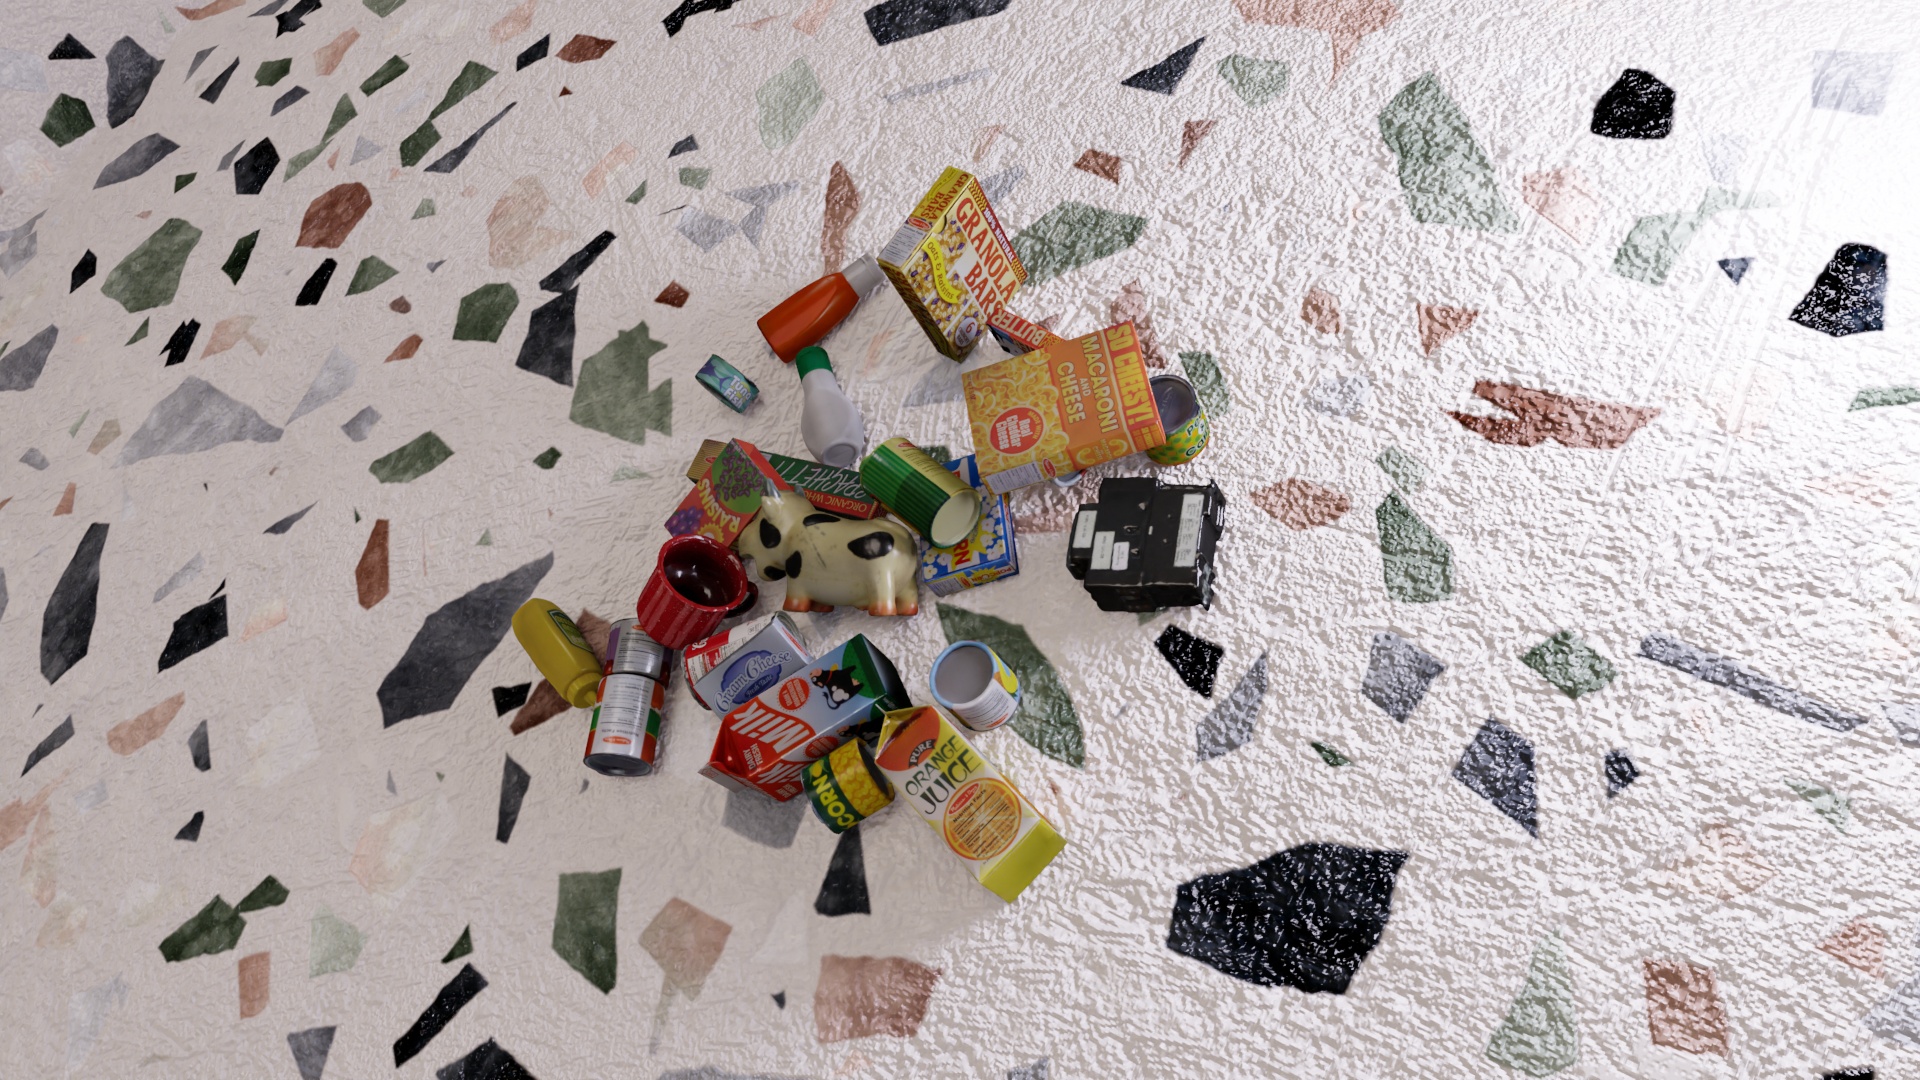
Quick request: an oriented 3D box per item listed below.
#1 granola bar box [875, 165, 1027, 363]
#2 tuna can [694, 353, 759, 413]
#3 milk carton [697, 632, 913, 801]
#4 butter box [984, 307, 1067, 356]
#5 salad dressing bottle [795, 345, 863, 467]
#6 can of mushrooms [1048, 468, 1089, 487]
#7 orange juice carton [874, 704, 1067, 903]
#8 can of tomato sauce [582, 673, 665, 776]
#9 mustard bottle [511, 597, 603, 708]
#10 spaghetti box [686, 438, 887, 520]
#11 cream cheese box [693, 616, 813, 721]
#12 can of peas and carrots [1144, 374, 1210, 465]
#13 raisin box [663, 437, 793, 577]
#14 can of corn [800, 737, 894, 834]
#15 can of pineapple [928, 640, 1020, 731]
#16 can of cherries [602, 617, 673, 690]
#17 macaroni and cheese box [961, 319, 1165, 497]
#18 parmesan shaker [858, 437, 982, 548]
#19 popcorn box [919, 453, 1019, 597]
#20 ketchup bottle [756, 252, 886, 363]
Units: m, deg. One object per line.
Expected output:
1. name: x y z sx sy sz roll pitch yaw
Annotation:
1. granola bar box: -0.004 -0.276 1.405 0.039 0.165 0.124 29 78 32
2. tuna can: -0.255 -0.171 1.524 0.071 0.071 0.033 32 80 35
3. milk carton: -0.144 0.173 1.269 0.190 0.072 0.074 -32 54 6
4. butter box: 0.076 -0.194 1.389 0.104 0.053 0.024 33 82 35
5. salad dressing bottle: -0.143 -0.144 1.471 0.064 0.044 0.148 -26 53 10
6. can of mushrooms: 0.098 -0.087 1.307 0.033 0.071 0.071 33 80 34
7. orange juice carton: -0.004 0.210 1.182 0.073 0.071 0.193 -45 54 -4
8. can of tomato sauce: -0.327 0.182 1.357 0.071 0.071 0.083 -8 59 21
9. mustard bottle: -0.403 0.126 1.428 0.049 0.065 0.161 -46 59 2
10. spaghetti box: -0.178 -0.059 1.447 0.250 0.028 0.050 13 69 31
11. cream cheese box: -0.192 0.122 1.286 0.103 0.024 0.053 -38 96 14
12. can of peas and carrots: 0.194 -0.110 1.281 0.071 0.058 0.071 -11 59 19
13. raisin box: -0.238 -0.031 1.428 0.123 0.040 0.086 -49 62 12
14. can of corn: -0.099 0.217 1.224 0.058 0.071 0.071 -32 54 5
15. can of pineapple: 0.012 0.127 1.231 0.071 0.057 0.071 -12 58 20
16. can of cherries: -0.321 0.118 1.392 0.071 0.071 0.058 -10 60 21
17. macaroni and cheese box: 0.092 -0.121 1.266 0.166 0.040 0.124 -16 56 11
18. parmesan shaker: -0.039 -0.044 1.297 0.071 0.071 0.103 -48 53 -6
19. popcorn box: 0.005 -0.017 1.330 0.085 0.038 0.127 -17 57 17
20. ketchup bottle: -0.152 -0.262 1.543 0.149 0.043 0.065 -36 54 3
